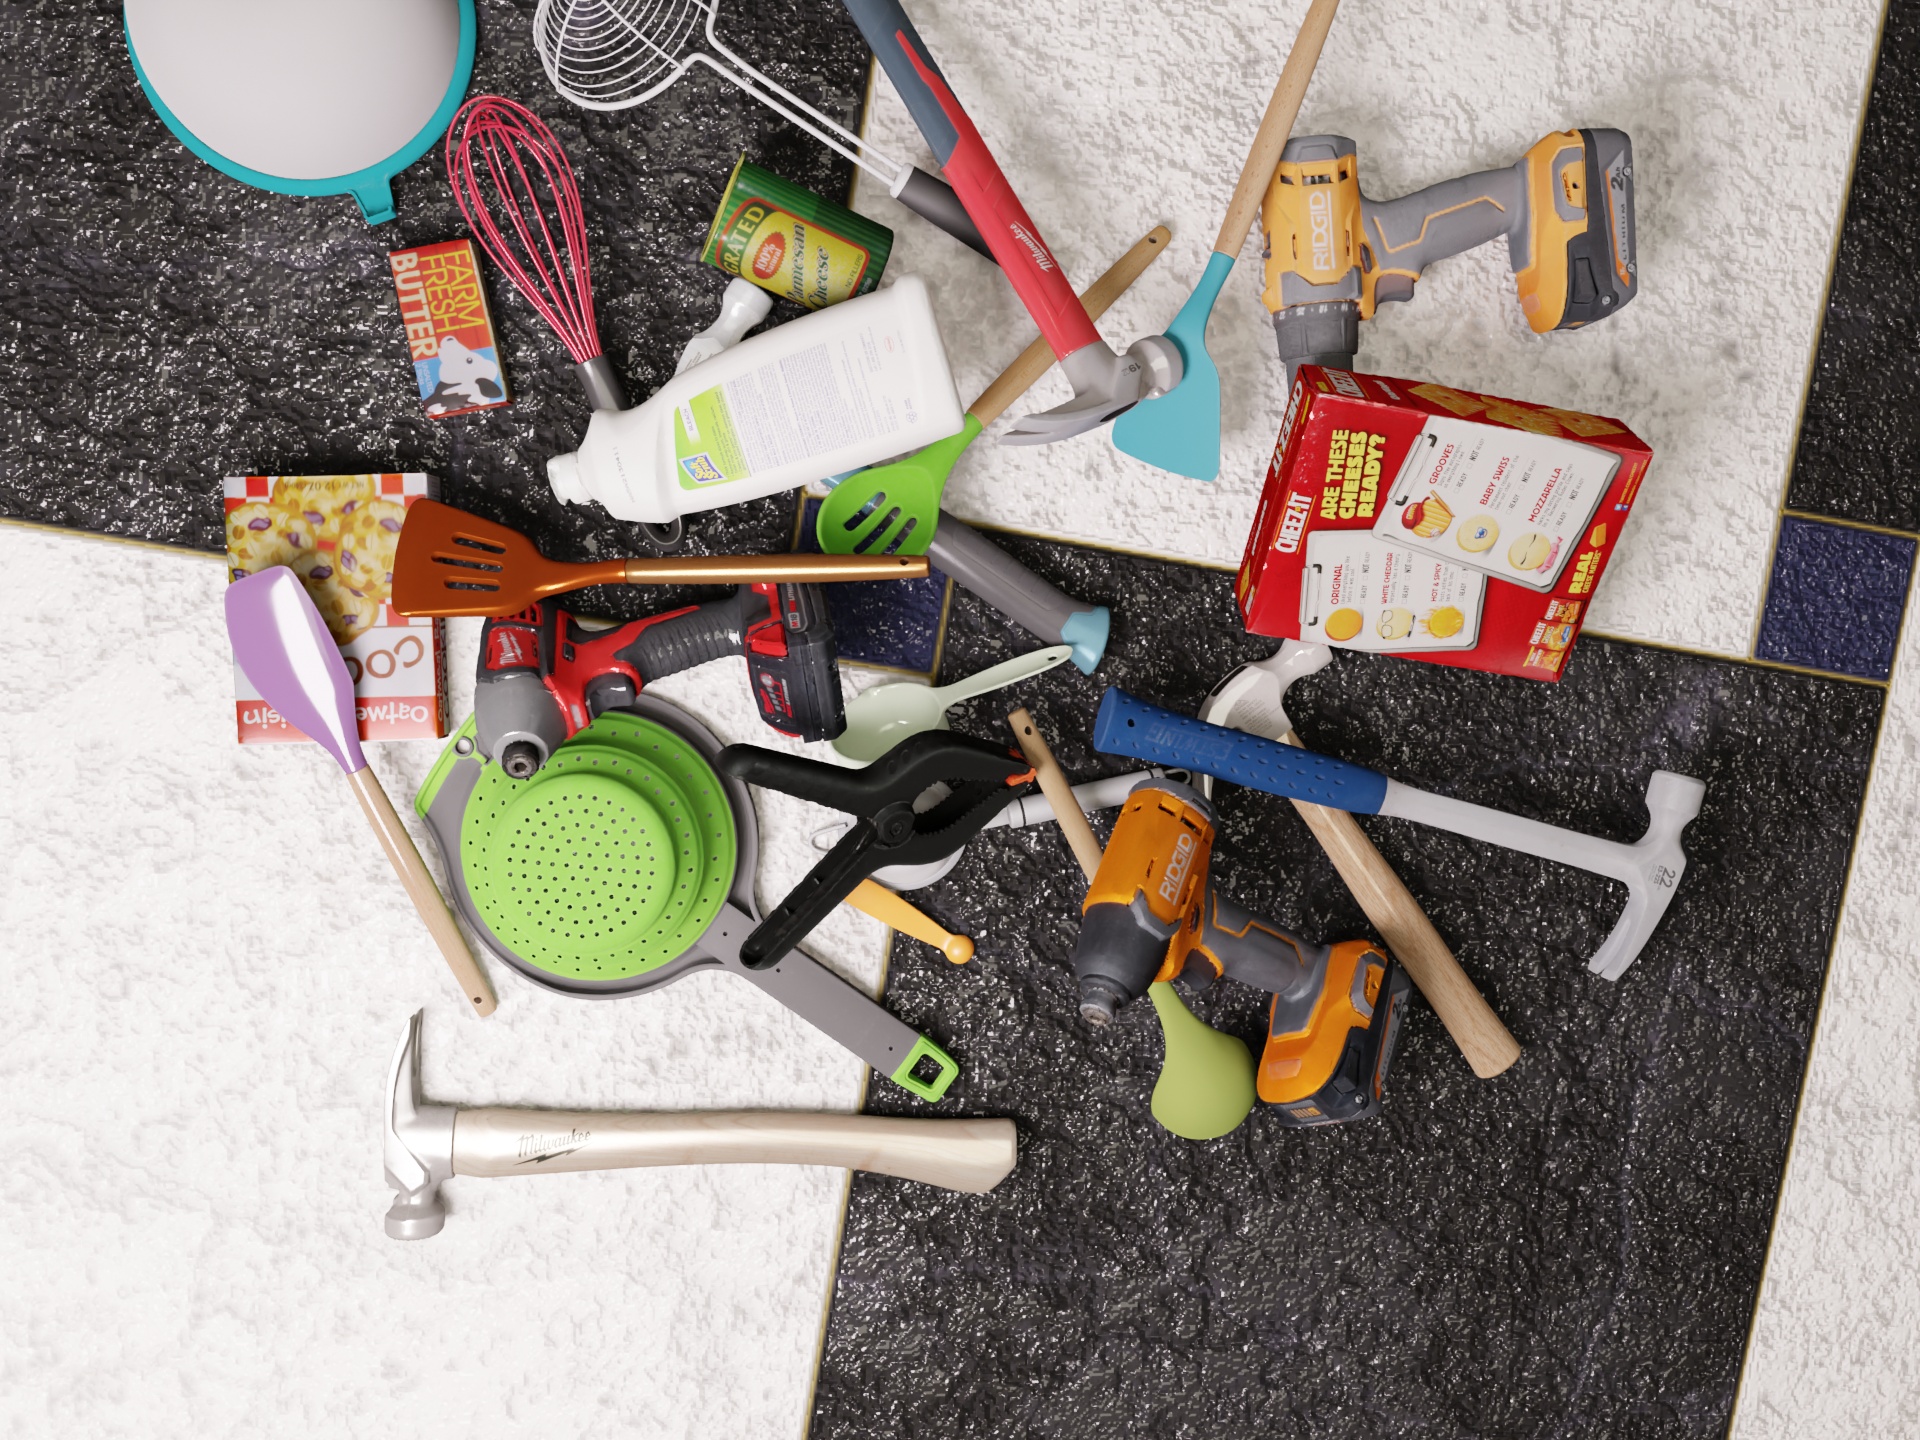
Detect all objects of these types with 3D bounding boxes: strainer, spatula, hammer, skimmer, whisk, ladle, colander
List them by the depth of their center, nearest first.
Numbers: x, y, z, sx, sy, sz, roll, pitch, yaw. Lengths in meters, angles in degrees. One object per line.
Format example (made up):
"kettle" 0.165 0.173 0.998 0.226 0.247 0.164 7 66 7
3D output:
"strainer" -0.461 -0.453 0.934 0.340 0.095 0.211 23 93 -7
"spatula" -0.179 -0.094 0.957 0.322 0.041 0.081 0 68 8
"hammer" -0.013 -0.346 0.964 0.143 0.038 0.386 -29 86 -36
"whisk" -0.238 -0.243 0.991 0.073 0.073 0.295 -23 102 -2
"spatula" -0.366 0.053 0.992 0.060 0.018 0.315 -21 109 4
"spatula" 0.177 -0.311 0.992 0.082 0.044 0.317 26 98 32
"skimmer" -0.094 -0.372 1.004 0.363 0.090 0.127 29 92 -16
"colander" -0.165 0.131 1.007 0.397 0.094 0.204 36 91 -6
"hammer" -0.041 -0.138 1.025 0.331 0.033 0.128 34 91 -7
"hammer" 0.282 0.057 1.034 0.405 0.035 0.144 15 92 -8
"ladle" 0.106 0.134 1.042 0.078 0.062 0.320 -29 97 -12
"strainer" 0.028 0.062 1.046 0.258 0.050 0.086 -12 111 -7
"hammer" -0.168 0.267 1.049 0.410 0.038 0.146 2 93 -5
"hammer" 0.272 0.105 1.071 0.130 0.031 0.331 -36 97 -2

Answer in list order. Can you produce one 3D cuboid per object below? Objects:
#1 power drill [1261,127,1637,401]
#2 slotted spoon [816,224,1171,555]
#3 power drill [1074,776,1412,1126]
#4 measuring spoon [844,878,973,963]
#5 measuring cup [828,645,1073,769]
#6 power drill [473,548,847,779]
"power drill" 0.306 -0.282 1.019 0.226 0.084 0.185 -4 95 0
"slotted spoon" 0.028 -0.205 1.006 0.070 0.031 0.314 42 80 9
"power drill" 0.169 0.162 0.997 0.226 0.084 0.164 39 55 -16
"measuring spoon" -0.040 0.130 1.050 0.116 0.011 0.021 32 93 -15
"measuring cup" -0.002 -0.003 1.022 0.167 0.083 0.038 -22 127 -6
"power drill" -0.185 -0.029 0.969 0.219 0.143 0.078 -9 129 -5
